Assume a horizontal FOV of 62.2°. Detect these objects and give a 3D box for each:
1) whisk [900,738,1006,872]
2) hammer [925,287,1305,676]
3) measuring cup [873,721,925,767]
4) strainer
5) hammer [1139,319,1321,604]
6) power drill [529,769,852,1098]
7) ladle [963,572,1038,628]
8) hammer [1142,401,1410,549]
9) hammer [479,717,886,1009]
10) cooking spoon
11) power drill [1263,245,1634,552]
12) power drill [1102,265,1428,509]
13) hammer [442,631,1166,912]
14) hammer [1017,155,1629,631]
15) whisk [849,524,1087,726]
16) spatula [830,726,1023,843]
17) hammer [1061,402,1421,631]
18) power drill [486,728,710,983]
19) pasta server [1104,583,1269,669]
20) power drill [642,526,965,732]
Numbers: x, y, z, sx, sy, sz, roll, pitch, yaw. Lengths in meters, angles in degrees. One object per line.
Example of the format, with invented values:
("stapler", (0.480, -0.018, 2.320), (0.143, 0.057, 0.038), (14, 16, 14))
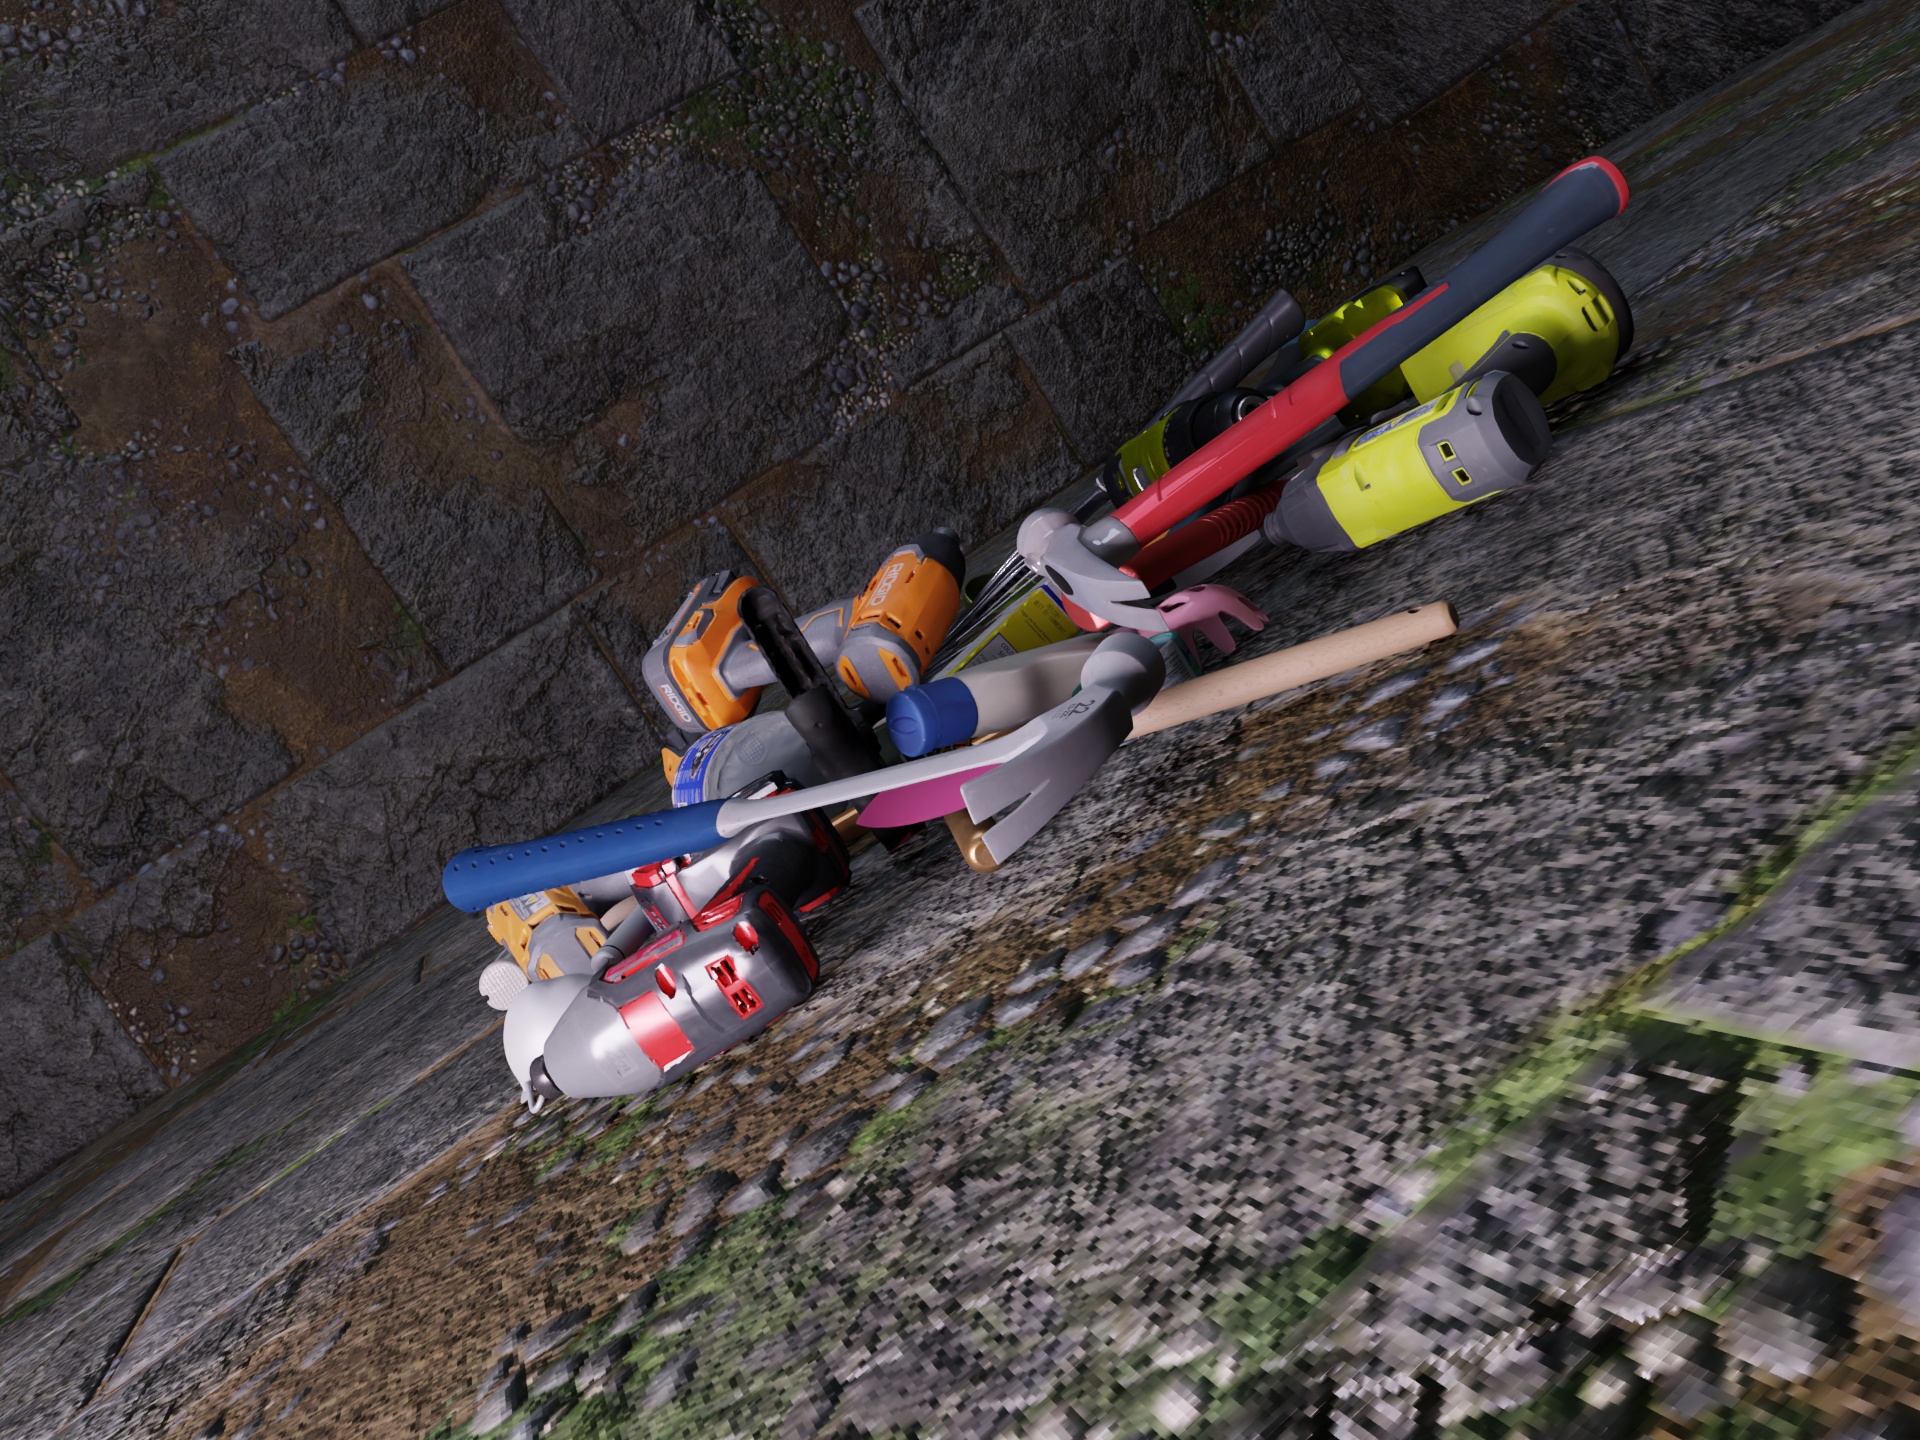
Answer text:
("whisk", (0.000, 0.038, 0.843), (0.047, 0.051, 0.245), (-27, 11, -2))
("hammer", (0.098, -0.168, 1.200), (0.409, 0.036, 0.149), (-43, -25, 18))
("measuring cup", (-0.002, -0.004, 1.137), (0.167, 0.038, 0.083), (-27, 2, -27))
("strainer", (-0.217, 0.149, 0.955), (0.087, 0.050, 0.258), (-53, 3, 22))
("hammer", (0.213, -0.208, 1.235), (0.128, 0.033, 0.331), (-13, 35, 48))
("power drill", (-0.132, 0.112, 0.803), (0.143, 0.078, 0.220), (-31, 11, 10))
("ladle", (0.120, -0.143, 1.416), (0.078, 0.062, 0.320), (-32, 8, -41))
("hammer", (0.198, -0.170, 1.274), (0.337, 0.034, 0.127), (-33, 23, 14))
("hammer", (-0.202, 0.097, 1.297), (0.410, 0.038, 0.146), (-33, 7, -4))
("cooking spoon", (0.075, 0.000, 0.731), (0.319, 0.017, 0.069), (-19, 17, 35))
("power drill", (0.281, -0.178, 0.920), (0.171, 0.080, 0.223), (-22, 17, 51))
("power drill", (0.220, -0.215, 1.067), (0.228, 0.080, 0.190), (-30, 3, -15))
("hammer", (-0.104, 0.046, 0.753), (0.405, 0.035, 0.144), (-15, 19, 32))
("hammer", (0.213, -0.182, 0.852), (0.386, 0.038, 0.143), (-36, 28, -6))
("whisk", (-0.011, -0.050, 1.176), (0.284, 0.070, 0.070), (-36, 7, 15))
("spatula", (-0.084, 0.083, 0.969), (0.322, 0.041, 0.081), (-30, 6, -5))
("hammer", (0.184, -0.133, 1.017), (0.359, 0.036, 0.149), (-30, 5, -38))
("power drill", (-0.253, 0.092, 1.188), (0.226, 0.084, 0.185), (-37, 34, -17))
("pasta server", (0.096, -0.040, 0.999), (0.060, 0.040, 0.316), (-36, 4, -18))
("power drill", (-0.102, -0.072, 1.155), (0.226, 0.084, 0.164), (-9, 37, 31))
